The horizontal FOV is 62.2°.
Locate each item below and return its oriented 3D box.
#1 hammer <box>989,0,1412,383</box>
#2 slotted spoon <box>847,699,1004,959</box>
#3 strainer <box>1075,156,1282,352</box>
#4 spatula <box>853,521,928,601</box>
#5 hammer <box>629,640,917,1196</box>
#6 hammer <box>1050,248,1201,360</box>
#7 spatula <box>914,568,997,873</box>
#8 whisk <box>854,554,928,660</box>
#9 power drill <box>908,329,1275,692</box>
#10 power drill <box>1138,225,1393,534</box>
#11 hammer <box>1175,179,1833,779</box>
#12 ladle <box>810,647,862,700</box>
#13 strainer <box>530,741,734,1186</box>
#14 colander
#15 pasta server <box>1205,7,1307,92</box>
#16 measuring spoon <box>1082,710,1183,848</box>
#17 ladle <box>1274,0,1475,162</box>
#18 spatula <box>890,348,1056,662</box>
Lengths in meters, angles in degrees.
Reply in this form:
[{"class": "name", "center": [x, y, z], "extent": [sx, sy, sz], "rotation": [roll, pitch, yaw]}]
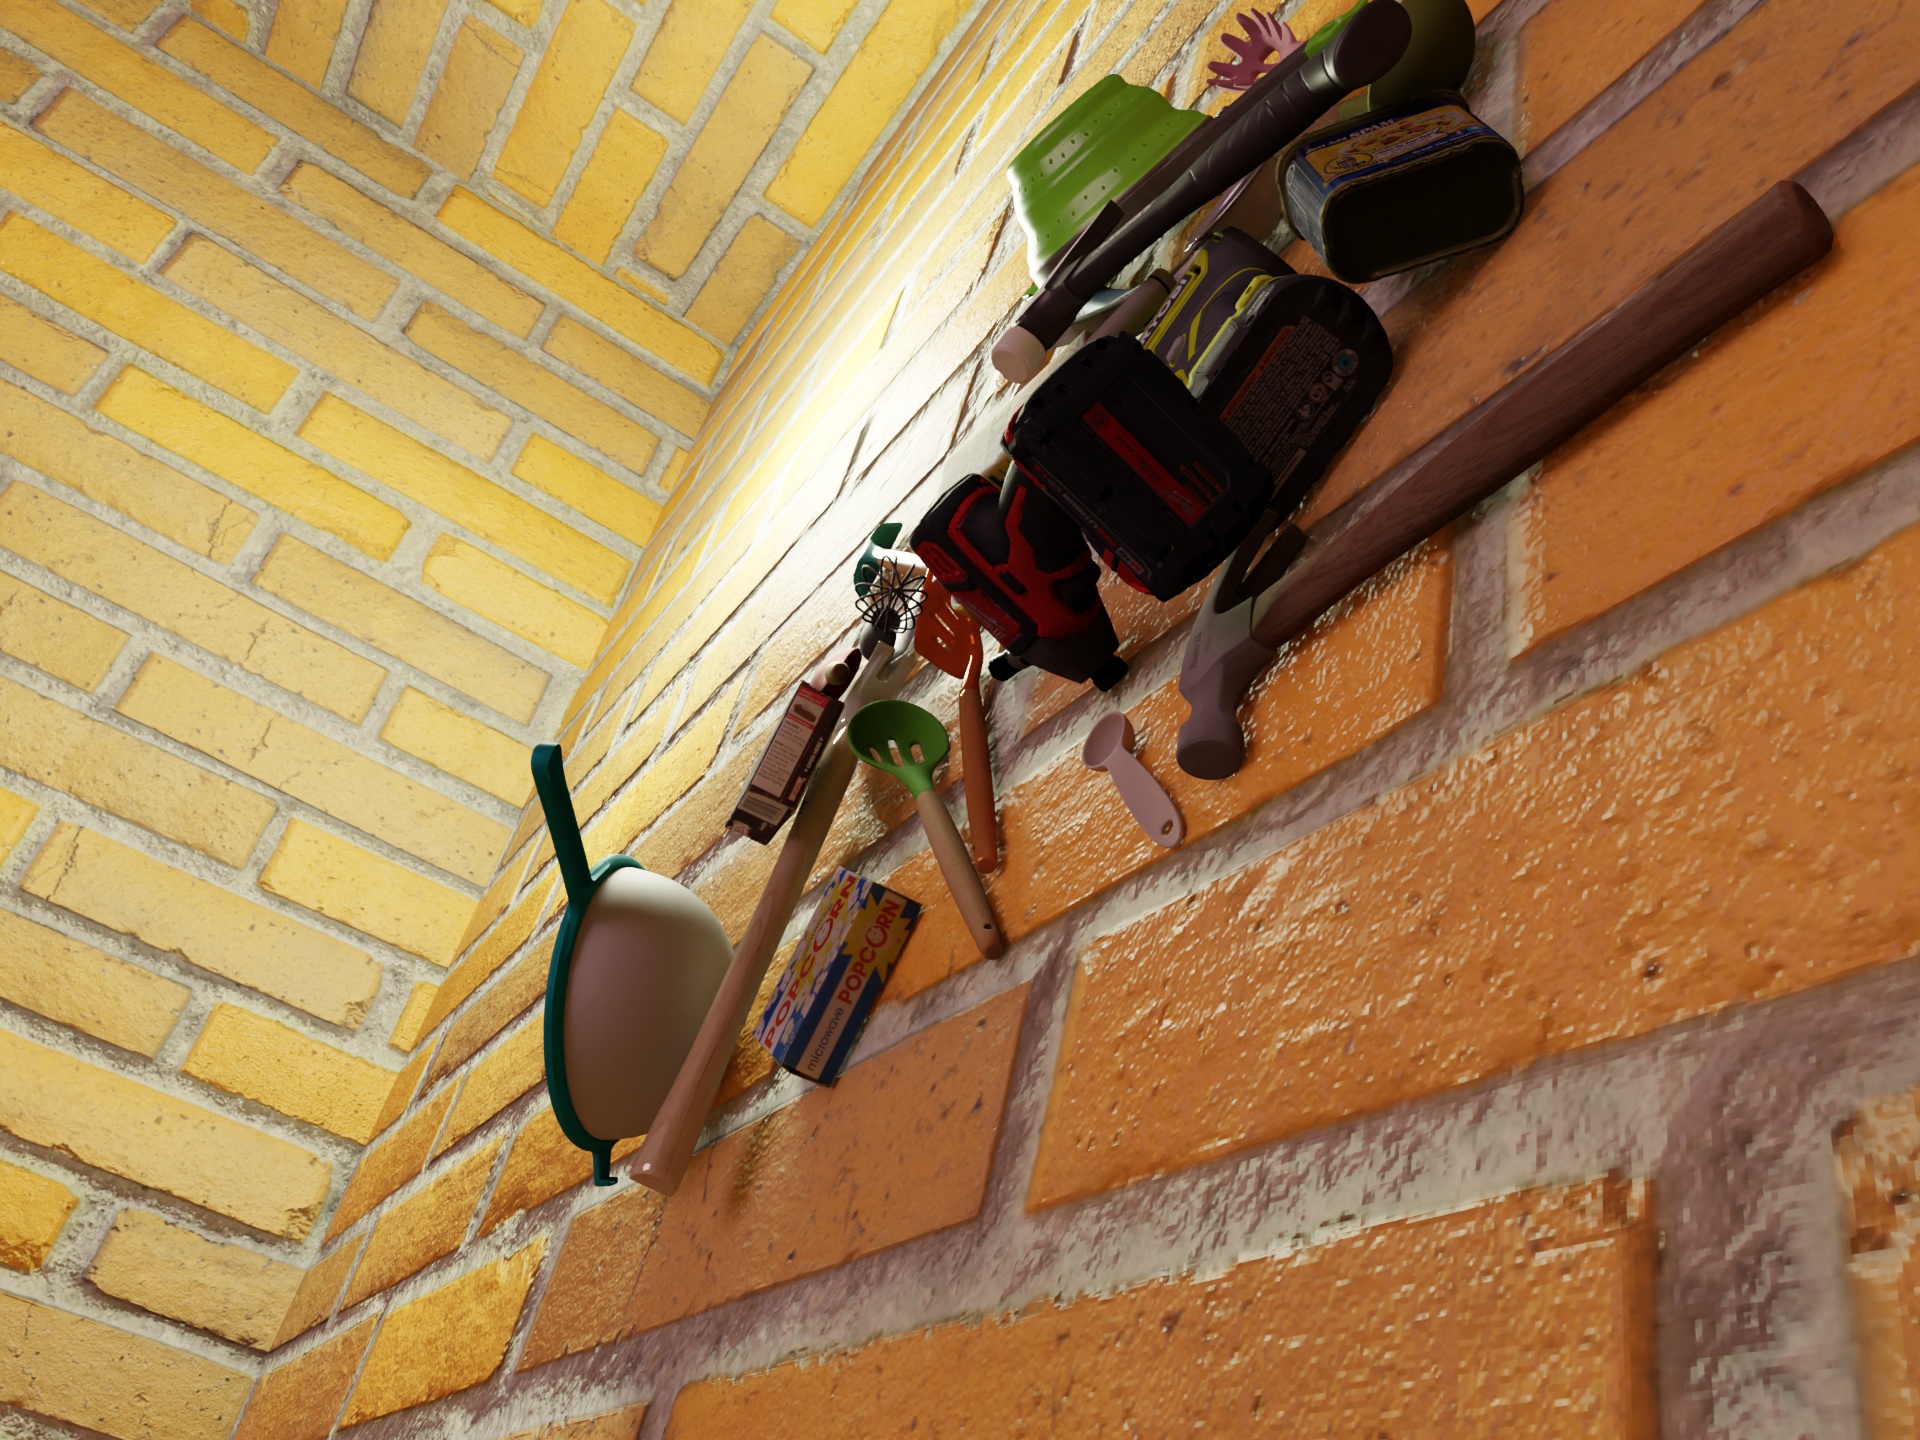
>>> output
[{"class": "hammer", "center": [0.136, -0.310, 0.922], "extent": [0.146, 0.035, 0.335], "rotation": [-55, 15, -25]}, {"class": "slotted spoon", "center": [-0.017, 0.061, 0.986], "extent": [0.314, 0.070, 0.031], "rotation": [-119, 29, -63]}, {"class": "strainer", "center": [0.133, -0.277, 0.996], "extent": [0.258, 0.050, 0.087], "rotation": [-47, 7, -10]}, {"class": "spatula", "center": [-0.046, -0.131, 1.339], "extent": [0.082, 0.044, 0.318], "rotation": [-62, 19, 1]}, {"class": "hammer", "center": [-0.126, 0.126, 1.093], "extent": [0.146, 0.038, 0.411], "rotation": [-52, 13, 53]}, {"class": "hammer", "center": [0.104, -0.315, 1.200], "extent": [0.128, 0.033, 0.331], "rotation": [-31, 17, 2]}, {"class": "spatula", "center": [-0.002, -0.003, 1.039], "extent": [0.323, 0.041, 0.081], "rotation": [-95, 16, -58]}, {"class": "whisk", "center": [-0.059, -0.076, 1.194], "extent": [0.055, 0.055, 0.239], "rotation": [-64, 2, -12]}, {"class": "power drill", "center": [0.060, -0.090, 0.814], "extent": [0.078, 0.143, 0.219], "rotation": [-46, 2, -22]}, {"class": "power drill", "center": [0.136, -0.178, 0.893], "extent": [0.190, 0.080, 0.229], "rotation": [-55, 16, 12]}, {"class": "hammer", "center": [0.206, -0.101, 0.667], "extent": [0.331, 0.031, 0.130], "rotation": [-41, 27, 43]}, {"class": "ladle", "center": [-0.097, -0.034, 1.231], "extent": [0.069, 0.031, 0.315], "rotation": [-55, 5, -3]}, {"class": "strainer", "center": [-0.217, 0.153, 1.100], "extent": [0.211, 0.095, 0.340], "rotation": [-76, -15, -51]}, {"class": "colander", "center": [0.137, -0.430, 1.135], "extent": [0.204, 0.094, 0.397], "rotation": [-46, 12, -23]}, {"class": "pasta server", "center": [0.246, -0.463, 1.084], "extent": [0.060, 0.040, 0.316], "rotation": [-65, 19, 11]}, {"class": "measuring spoon", "center": [0.091, 0.033, 0.799], "extent": [0.034, 0.018, 0.124], "rotation": [-54, 26, 14]}, {"class": "ladle", "center": [0.223, -0.386, 1.006], "extent": [0.078, 0.062, 0.320], "rotation": [-58, 16, -2]}, {"class": "spatula", "center": [0.009, -0.184, 1.315], "extent": [0.316, 0.018, 0.060], "rotation": [-64, 17, -8]}]
